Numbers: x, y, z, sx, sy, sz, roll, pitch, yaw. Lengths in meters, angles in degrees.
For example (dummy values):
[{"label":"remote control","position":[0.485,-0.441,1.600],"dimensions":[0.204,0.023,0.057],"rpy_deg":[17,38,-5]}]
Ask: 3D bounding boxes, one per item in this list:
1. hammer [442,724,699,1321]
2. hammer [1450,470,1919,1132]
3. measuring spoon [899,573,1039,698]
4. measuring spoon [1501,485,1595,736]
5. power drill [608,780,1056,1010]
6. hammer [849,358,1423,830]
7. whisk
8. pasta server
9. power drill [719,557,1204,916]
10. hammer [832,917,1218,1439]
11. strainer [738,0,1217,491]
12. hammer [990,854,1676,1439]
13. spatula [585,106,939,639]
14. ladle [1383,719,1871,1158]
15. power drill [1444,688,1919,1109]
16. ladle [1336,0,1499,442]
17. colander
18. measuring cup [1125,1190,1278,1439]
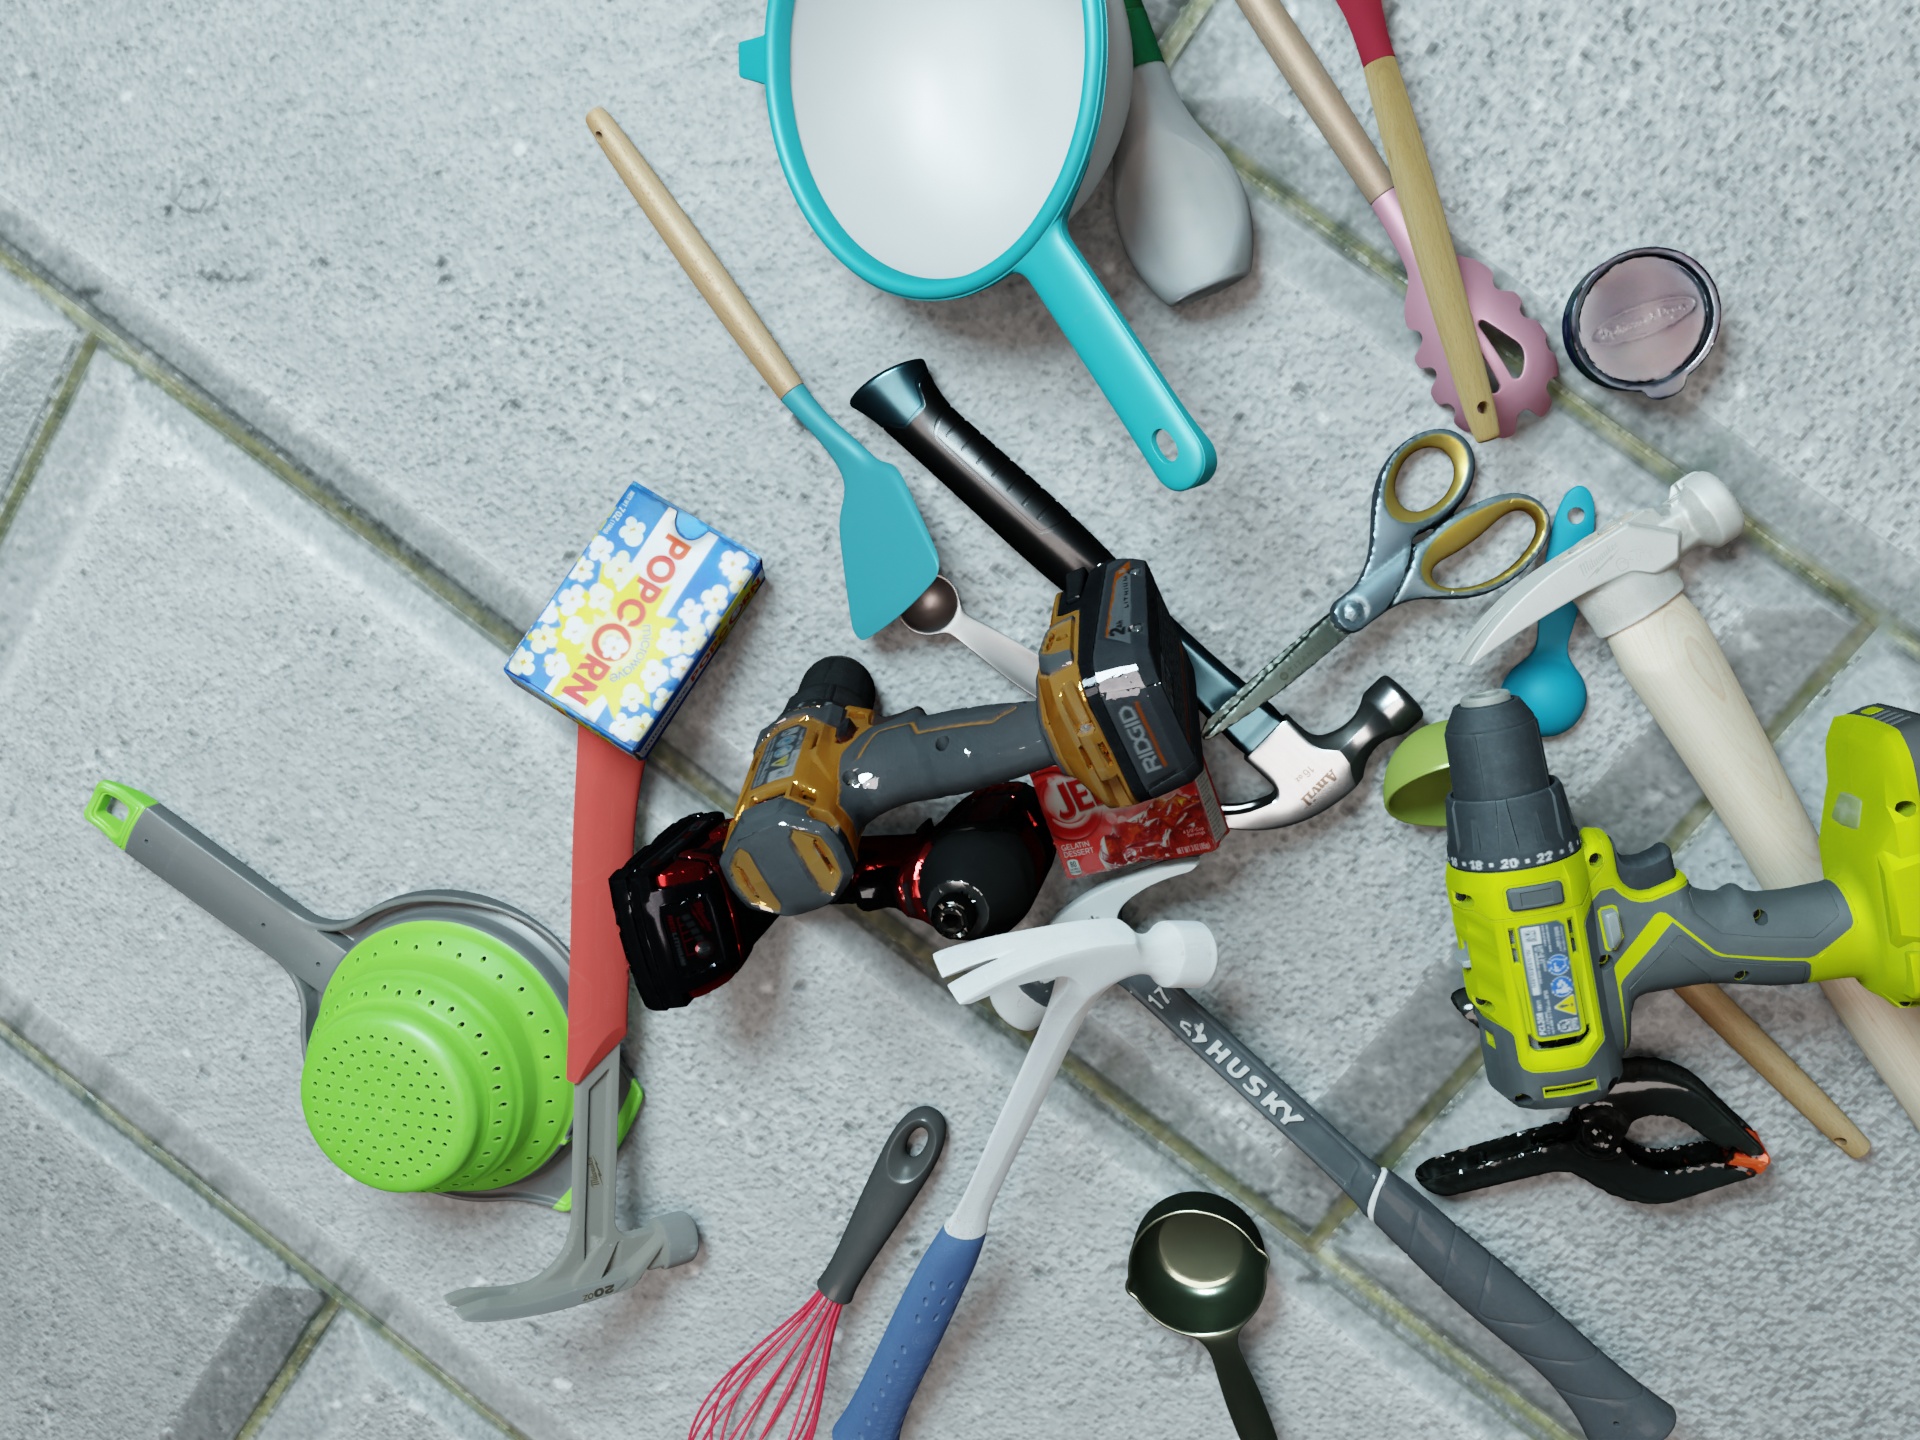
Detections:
[{"label":"hammer","position":[-0.215,0.157,0.907],"dimensions":[0.037,0.149,0.359],"rpy_deg":[10,100,51]},{"label":"hammer","position":[0.407,0.088,0.781],"dimensions":[0.146,0.038,0.410],"rpy_deg":[-33,94,5]},{"label":"measuring spoon","position":[0.019,-0.037,0.865],"dimensions":[0.124,0.018,0.034],"rpy_deg":[34,83,-2]},{"label":"measuring spoon","position":[0.299,-0.052,0.793],"dimensions":[0.042,0.021,0.128],"rpy_deg":[7,104,11]},{"label":"power drill","position":[-0.063,0.089,0.840],"dimensions":[0.219,0.143,0.078],"rpy_deg":[-10,103,16]},{"label":"hammer","position":[0.076,-0.071,0.834],"dimensions":[0.331,0.033,0.128],"rpy_deg":[43,104,2]},{"label":"whisk","position":[-0.084,0.353,0.942],"dimensions":[0.073,0.073,0.296],"rpy_deg":[29,99,5]},{"label":"pasta server","position":[0.191,-0.277,0.774],"dimensions":[0.060,0.040,0.316],"rpy_deg":[-33,88,16]},{"label":"power drill","position":[-0.001,-0.003,0.786],"dimensions":[0.226,0.185,0.084],"rpy_deg":[-20,117,16]},{"label":"hammer","position":[0.001,0.267,0.862],"dimensions":[0.144,0.035,0.405],"rpy_deg":[4,122,-28]},{"label":"strainer","position":[0.041,-0.257,0.746],"dimensions":[0.211,0.095,0.340],"rpy_deg":[-40,77,44]},{"label":"hammer","position":[0.210,0.233,0.842],"dimensions":[0.409,0.036,0.149],"rpy_deg":[42,116,4]},{"label":"spatula","position":[-0.111,-0.193,0.845],"dimensions":[0.317,0.044,0.082],"rpy_deg":[54,137,0]},{"label":"ladle","position":[0.341,0.117,0.802],"dimensions":[0.320,0.062,0.078],"rpy_deg":[44,141,-2]},{"label":"power drill","position":[0.338,0.065,0.727],"dimensions":[0.228,0.080,0.190],"rpy_deg":[-11,97,7]},{"label":"ladle","position":[0.201,-0.281,0.743],"dimensions":[0.069,0.031,0.315],"rpy_deg":[-16,89,3]},{"label":"colander","position":[-0.386,0.165,0.949],"dimensions":[0.397,0.094,0.204],"rpy_deg":[34,106,4]},{"label":"measuring cup","position":[0.149,0.343,0.898],"dimensions":[0.083,0.038,0.167],"rpy_deg":[-19,98,15]}]
